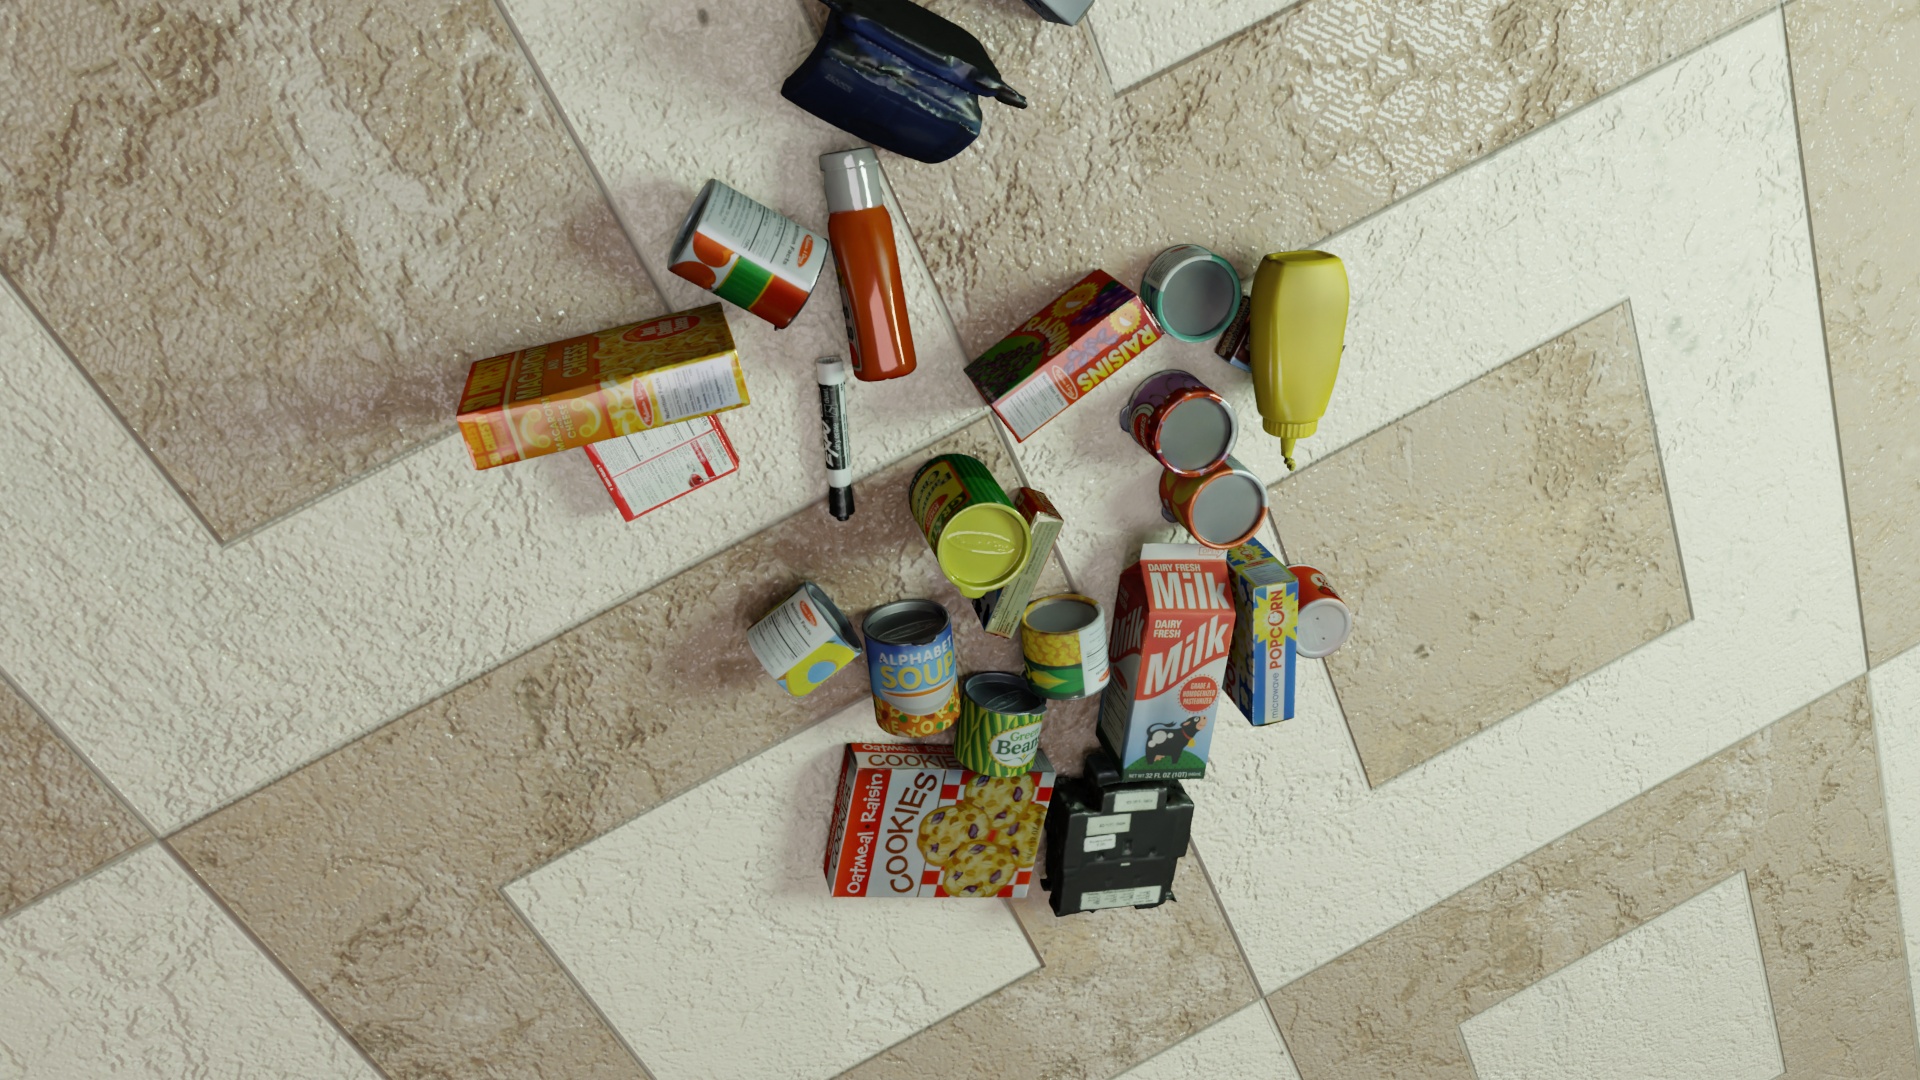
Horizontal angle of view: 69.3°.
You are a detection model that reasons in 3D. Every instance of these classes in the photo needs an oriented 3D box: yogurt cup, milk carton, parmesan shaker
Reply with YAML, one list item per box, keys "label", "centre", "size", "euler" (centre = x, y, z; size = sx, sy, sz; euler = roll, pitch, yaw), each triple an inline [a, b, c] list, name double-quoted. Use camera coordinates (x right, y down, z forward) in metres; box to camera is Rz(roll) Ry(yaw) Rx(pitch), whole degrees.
- label: "yogurt cup"
  centre: [0.279, 0.060, 1.120]
  size: [0.072, 0.054, 0.072]
  euler: [-5, 114, -12]
- label: "milk carton"
  centre: [0.162, 0.089, 1.089]
  size: [0.072, 0.074, 0.189]
  euler: [0, 113, -13]
- label: "parmesan shaker"
  centre: [0.004, -0.012, 0.986]
  size: [0.071, 0.103, 0.071]
  euler: [-6, 114, -13]

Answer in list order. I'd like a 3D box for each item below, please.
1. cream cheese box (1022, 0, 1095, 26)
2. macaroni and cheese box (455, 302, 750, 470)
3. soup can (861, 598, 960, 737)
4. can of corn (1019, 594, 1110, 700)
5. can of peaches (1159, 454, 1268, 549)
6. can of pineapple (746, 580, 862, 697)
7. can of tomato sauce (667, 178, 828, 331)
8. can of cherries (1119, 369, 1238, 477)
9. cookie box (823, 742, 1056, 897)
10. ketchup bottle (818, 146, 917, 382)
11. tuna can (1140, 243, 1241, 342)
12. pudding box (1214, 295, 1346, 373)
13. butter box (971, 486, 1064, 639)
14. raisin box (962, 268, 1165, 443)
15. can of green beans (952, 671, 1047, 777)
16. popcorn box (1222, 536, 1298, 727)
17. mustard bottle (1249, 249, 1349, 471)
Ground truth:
- label: "cream cheese box"
  centre: [0.033, -0.364, 0.868]
  size: [0.103, 0.053, 0.024]
  euler: [34, 99, -25]
- label: "macaroni and cheese box"
  centre: [-0.223, -0.099, 0.874]
  size: [0.167, 0.124, 0.040]
  euler: [-15, 115, -8]
- label: "soup can"
  centre: [-0.035, 0.097, 1.041]
  size: [0.071, 0.071, 0.083]
  euler: [-11, 116, -10]
- label: "can of corn"
  centre: [0.078, 0.081, 1.069]
  size: [0.071, 0.071, 0.058]
  euler: [-12, 115, -10]
- label: "can of peaches"
  centre: [0.190, -0.031, 1.053]
  size: [0.071, 0.058, 0.071]
  euler: [-6, 114, -13]
- label: "can of pineapple"
  centre: [-0.113, 0.073, 1.013]
  size: [0.058, 0.071, 0.071]
  euler: [-38, 117, 4]
- label: "can of tomato sauce"
  centre: [-0.138, -0.183, 0.894]
  size: [0.083, 0.071, 0.071]
  euler: [26, 105, -23]
- label: "can of cherries"
  centre: [0.161, -0.085, 1.021]
  size: [0.071, 0.058, 0.071]
  euler: [-6, 114, -13]
- label: "cookie box"
  centre: [-0.018, 0.227, 1.121]
  size: [0.168, 0.040, 0.122]
  euler: [5, 111, -18]
- label: "ketchup bottle"
  centre: [-0.062, -0.182, 0.919]
  size: [0.043, 0.065, 0.148]
  euler: [-10, 107, -4]
- label: "tuna can"
  centre: [0.167, -0.175, 0.998]
  size: [0.071, 0.033, 0.070]
  euler: [-6, 114, -12]
- label: "pudding box"
  centre: [0.238, -0.143, 1.033]
  size: [0.084, 0.030, 0.049]
  euler: [20, 107, -22]
- label: "butter box"
  centre: [0.042, 0.016, 1.037]
  size: [0.024, 0.053, 0.103]
  euler: [17, 107, -18]
- label: "raisin box"
  centre: [0.070, -0.129, 0.962]
  size: [0.123, 0.086, 0.040]
  euler: [-37, 116, 3]
- label: "can of green beans"
  centre: [0.030, 0.143, 1.081]
  size: [0.071, 0.071, 0.057]
  euler: [2, 113, -16]
- label: "popcorn box"
  centre: [0.230, 0.071, 1.094]
  size: [0.038, 0.085, 0.126]
  euler: [-9, 115, -10]
- label: "mustard bottle"
  centre: [0.238, -0.125, 0.995]
  size: [0.065, 0.049, 0.159]
  euler: [-6, 114, -13]
